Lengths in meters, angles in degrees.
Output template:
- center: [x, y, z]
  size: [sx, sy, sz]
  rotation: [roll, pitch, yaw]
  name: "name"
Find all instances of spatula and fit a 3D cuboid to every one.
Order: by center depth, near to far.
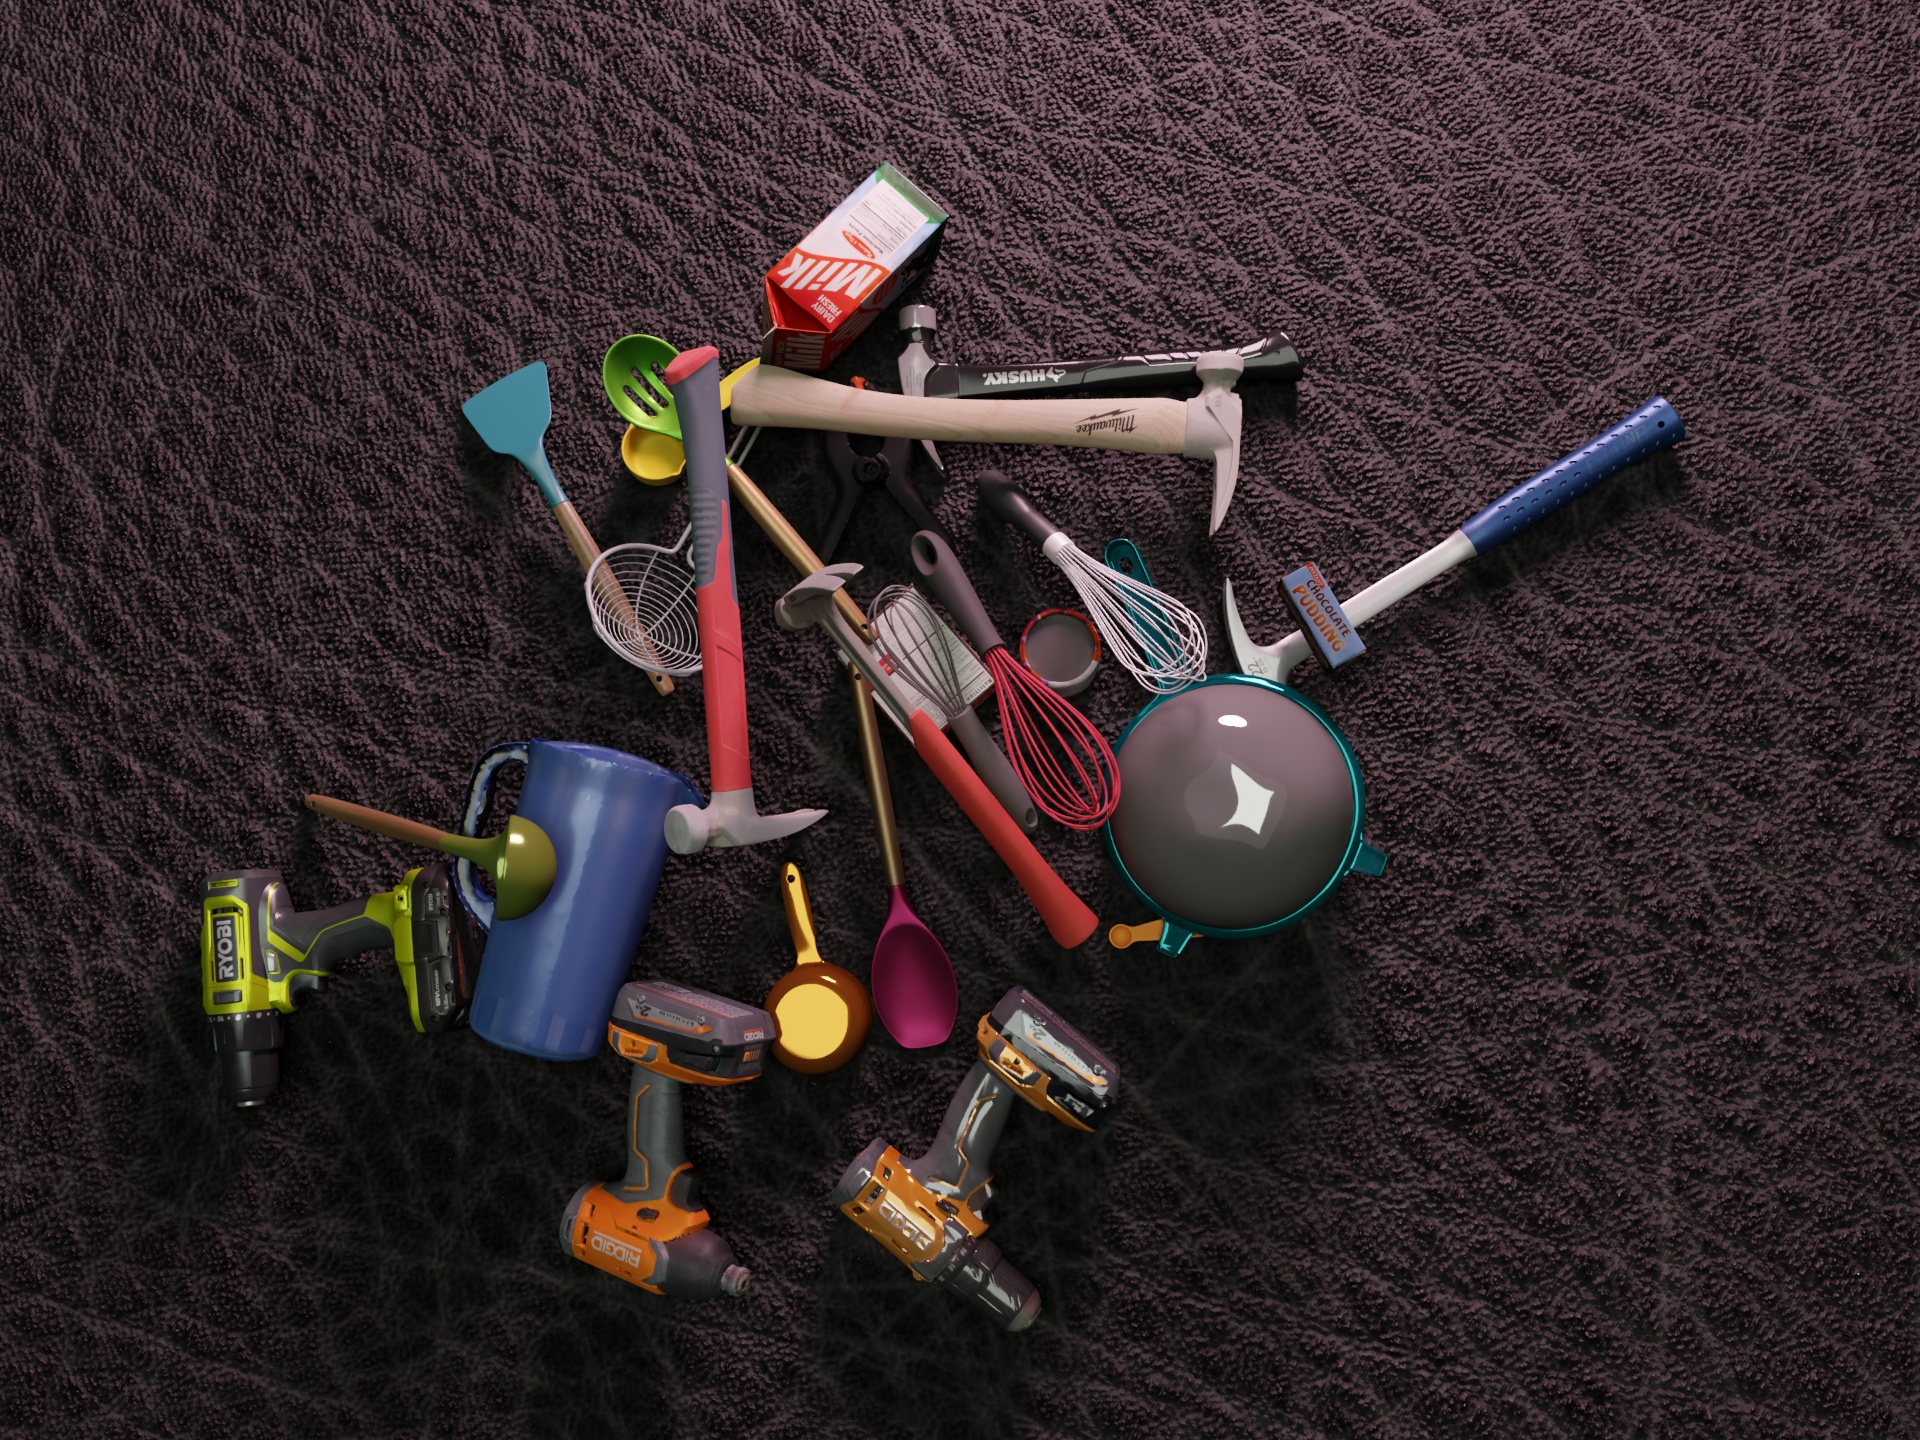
- center: [-0.323, -0.160, 1.354]
  size: [0.082, 0.044, 0.317]
  rotation: [-30, 87, 0]
  name: "spatula"

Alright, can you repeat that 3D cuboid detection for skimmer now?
- center: [-0.187, -0.207, 1.314]
  size: [0.127, 0.090, 0.363]
  rotation: [29, 84, -17]
  name: "skimmer"

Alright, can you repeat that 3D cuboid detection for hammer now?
- center: [-0.007, 0.033, 1.227]
  size: [0.037, 0.149, 0.359]
  rotation: [-43, 102, -20]
  name: "hammer"
- center: [-0.179, -0.096, 1.250]
  size: [0.038, 0.143, 0.386]
  rotation: [0, 95, 44]
  name: "hammer"
- center: [0.020, -0.233, 1.285]
  size: [0.410, 0.038, 0.146]
  rotation: [4, 87, 1]
  name: "hammer"
- center: [0.399, -0.144, 1.290]
  size: [0.405, 0.035, 0.144]
  rotation: [-32, 82, 0]
  name: "hammer"
- center: [0.116, -0.284, 1.328]
  size: [0.335, 0.035, 0.146]
  rotation: [-3, 83, 4]
  name: "hammer"

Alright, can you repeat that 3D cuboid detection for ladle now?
- center: [-0.429, 0.091, 1.247]
  size: [0.320, 0.062, 0.078]
  rotation: [10, 93, 35]
  name: "ladle"

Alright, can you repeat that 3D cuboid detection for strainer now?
- center: [0.179, 0.006, 1.241]
  size: [0.211, 0.095, 0.340]
  rotation: [-24, 79, 15]
  name: "strainer"

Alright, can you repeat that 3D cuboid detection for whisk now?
- center: [0.035, -0.038, 1.242]
  size: [0.073, 0.073, 0.296]
  rotation: [-31, 65, 0]
  name: "whisk"
- center: [0.098, -0.117, 1.259]
  size: [0.070, 0.070, 0.285]
  rotation: [-41, 56, -1]
  name: "whisk"
- center: [-0.002, -0.004, 1.263]
  size: [0.055, 0.055, 0.238]
  rotation: [-32, 108, 0]
  name: "whisk"

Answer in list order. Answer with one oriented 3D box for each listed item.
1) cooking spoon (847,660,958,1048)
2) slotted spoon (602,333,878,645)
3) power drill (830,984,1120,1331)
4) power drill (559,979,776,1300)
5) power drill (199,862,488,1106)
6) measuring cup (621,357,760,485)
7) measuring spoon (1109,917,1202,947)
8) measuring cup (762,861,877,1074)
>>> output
- center: [-0.056, 0.108, 1.287]
  size: [0.069, 0.017, 0.319]
  rotation: [-10, 91, 3]
  name: "cooking spoon"
- center: [-0.173, -0.181, 1.283]
  size: [0.070, 0.031, 0.314]
  rotation: [-41, 92, -12]
  name: "slotted spoon"
- center: [0.034, 0.346, 1.242]
  size: [0.185, 0.084, 0.226]
  rotation: [39, 92, 7]
  name: "power drill"
- center: [-0.216, 0.331, 1.235]
  size: [0.164, 0.084, 0.226]
  rotation: [13, 91, 27]
  name: "power drill"
- center: [-0.508, 0.210, 1.299]
  size: [0.228, 0.080, 0.190]
  rotation: [-7, 83, 6]
  name: "power drill"
- center: [-0.221, -0.258, 1.360]
  size: [0.156, 0.029, 0.062]
  rotation: [-41, 82, -13]
  name: "measuring cup"
- center: [0.178, 0.168, 1.286]
  size: [0.117, 0.011, 0.021]
  rotation: [-9, 73, 0]
  name: "measuring spoon"
- center: [-0.125, 0.199, 1.281]
  size: [0.095, 0.052, 0.174]
  rotation: [-13, 85, 3]
  name: "measuring cup"
